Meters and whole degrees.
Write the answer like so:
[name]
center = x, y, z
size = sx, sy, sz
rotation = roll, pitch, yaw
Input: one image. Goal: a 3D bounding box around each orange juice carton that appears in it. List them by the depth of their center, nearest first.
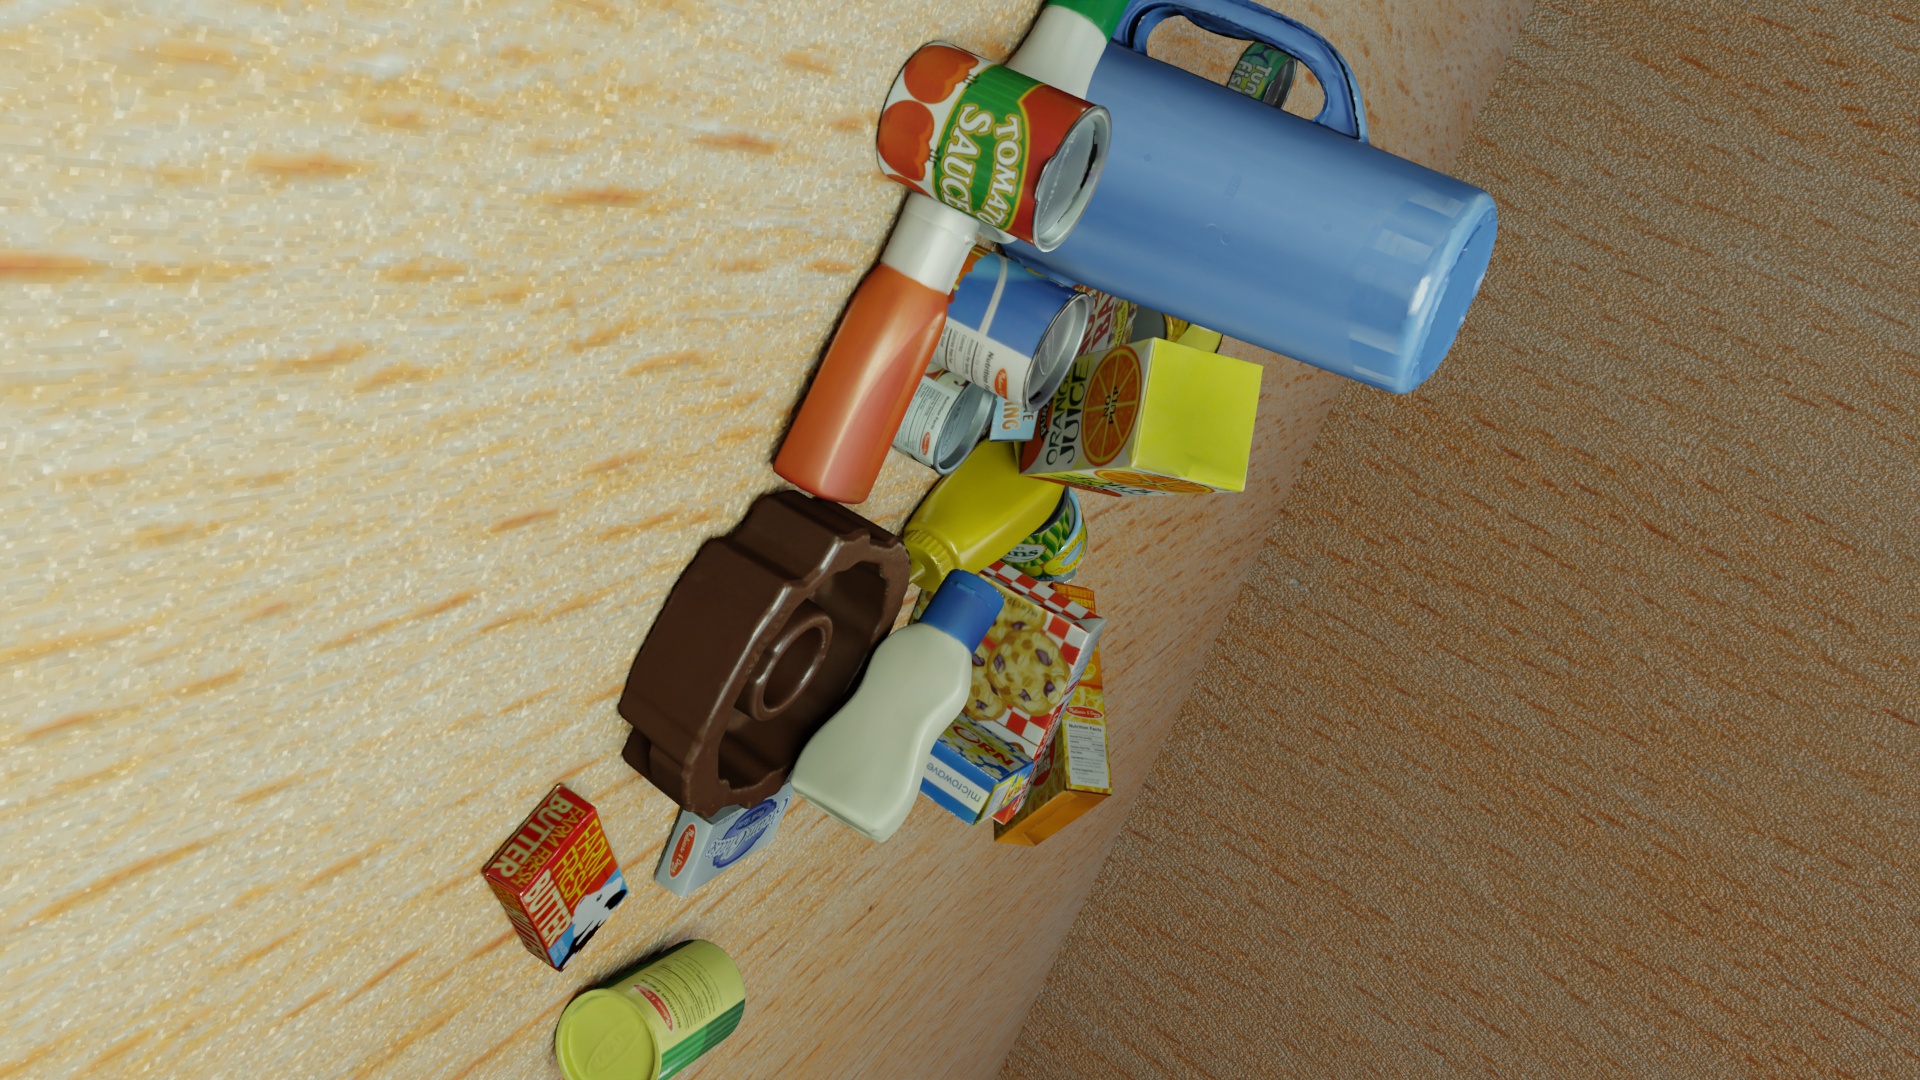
[orange juice carton]
center = 0.094, -0.068, 0.830
size = 0.192, 0.072, 0.073
rotation = -178, -81, -69

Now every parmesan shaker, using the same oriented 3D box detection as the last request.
[parmesan shaker]
center = -0.175, 0.281, 0.806
size = 0.071, 0.071, 0.103
rotation = -64, 163, 8

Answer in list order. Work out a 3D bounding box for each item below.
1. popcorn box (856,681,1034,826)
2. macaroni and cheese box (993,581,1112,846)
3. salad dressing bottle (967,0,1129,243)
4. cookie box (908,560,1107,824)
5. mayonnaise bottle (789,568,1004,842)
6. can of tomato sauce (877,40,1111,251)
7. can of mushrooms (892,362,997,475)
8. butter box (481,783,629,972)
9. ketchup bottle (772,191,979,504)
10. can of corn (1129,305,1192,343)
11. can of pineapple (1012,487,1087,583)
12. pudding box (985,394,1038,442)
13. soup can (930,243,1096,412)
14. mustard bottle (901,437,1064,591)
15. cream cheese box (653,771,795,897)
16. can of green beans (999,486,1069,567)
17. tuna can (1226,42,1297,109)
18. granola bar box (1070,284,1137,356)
[popcorn box]
center = -0.020, 0.137, 0.938
size = 0.038, 0.127, 0.085
rotation = -61, 163, 11
[macaroni and cheese box]
center = 0.064, 0.134, 1.061
size = 0.123, 0.040, 0.167
rotation = 131, -35, -51
[salad dressing bottle]
center = 0.040, -0.222, 0.686
size = 0.147, 0.044, 0.064
rotation = -62, 158, -1
[cookie box]
center = 0.015, 0.100, 0.988
size = 0.040, 0.123, 0.166
rotation = -28, 143, -60
[mayonnaise bottle]
center = -0.028, 0.085, 0.749
size = 0.148, 0.065, 0.041
rotation = -57, 161, -19
[can of tomato sauce]
center = 0.014, -0.174, 0.613
size = 0.071, 0.083, 0.071
rotation = -53, 161, -27
[can of mushrooms]
center = -0.008, -0.074, 0.796
size = 0.071, 0.033, 0.070
rotation = -53, 161, -27
[butter box]
center = -0.189, 0.161, 0.657
size = 0.053, 0.024, 0.103
rotation = -52, 161, -31
[ketchup bottle]
center = -0.037, -0.091, 0.665
size = 0.148, 0.043, 0.065
rotation = -64, 164, 9
[can of corn]
center = 0.138, -0.172, 1.010
size = 0.058, 0.071, 0.070
rotation = -46, 157, -41
[can of pineapple]
center = 0.063, -0.008, 1.048
size = 0.071, 0.071, 0.057
rotation = -58, 162, -12
[pudding box]
center = 0.032, -0.106, 0.835
size = 0.083, 0.030, 0.050
rotation = 101, -16, -44
[soup can]
center = 0.016, -0.115, 0.714
size = 0.071, 0.084, 0.071
rotation = -53, 162, -26
[mustard bottle]
center = 0.003, -0.011, 0.888
size = 0.161, 0.065, 0.048
rotation = -41, 155, -34
[cream cheese box]
center = -0.136, 0.168, 0.822
size = 0.053, 0.024, 0.104
rotation = -65, 163, 17
[can of green beans]
center = 0.044, -0.021, 0.977
size = 0.071, 0.071, 0.057
rotation = -56, 163, -18
[tuna can]
center = 0.226, -0.342, 1.057
size = 0.071, 0.033, 0.070
rotation = -53, 161, -26
[granola bar box]
center = 0.078, -0.145, 0.926
size = 0.125, 0.039, 0.164
rotation = -49, 159, -34
